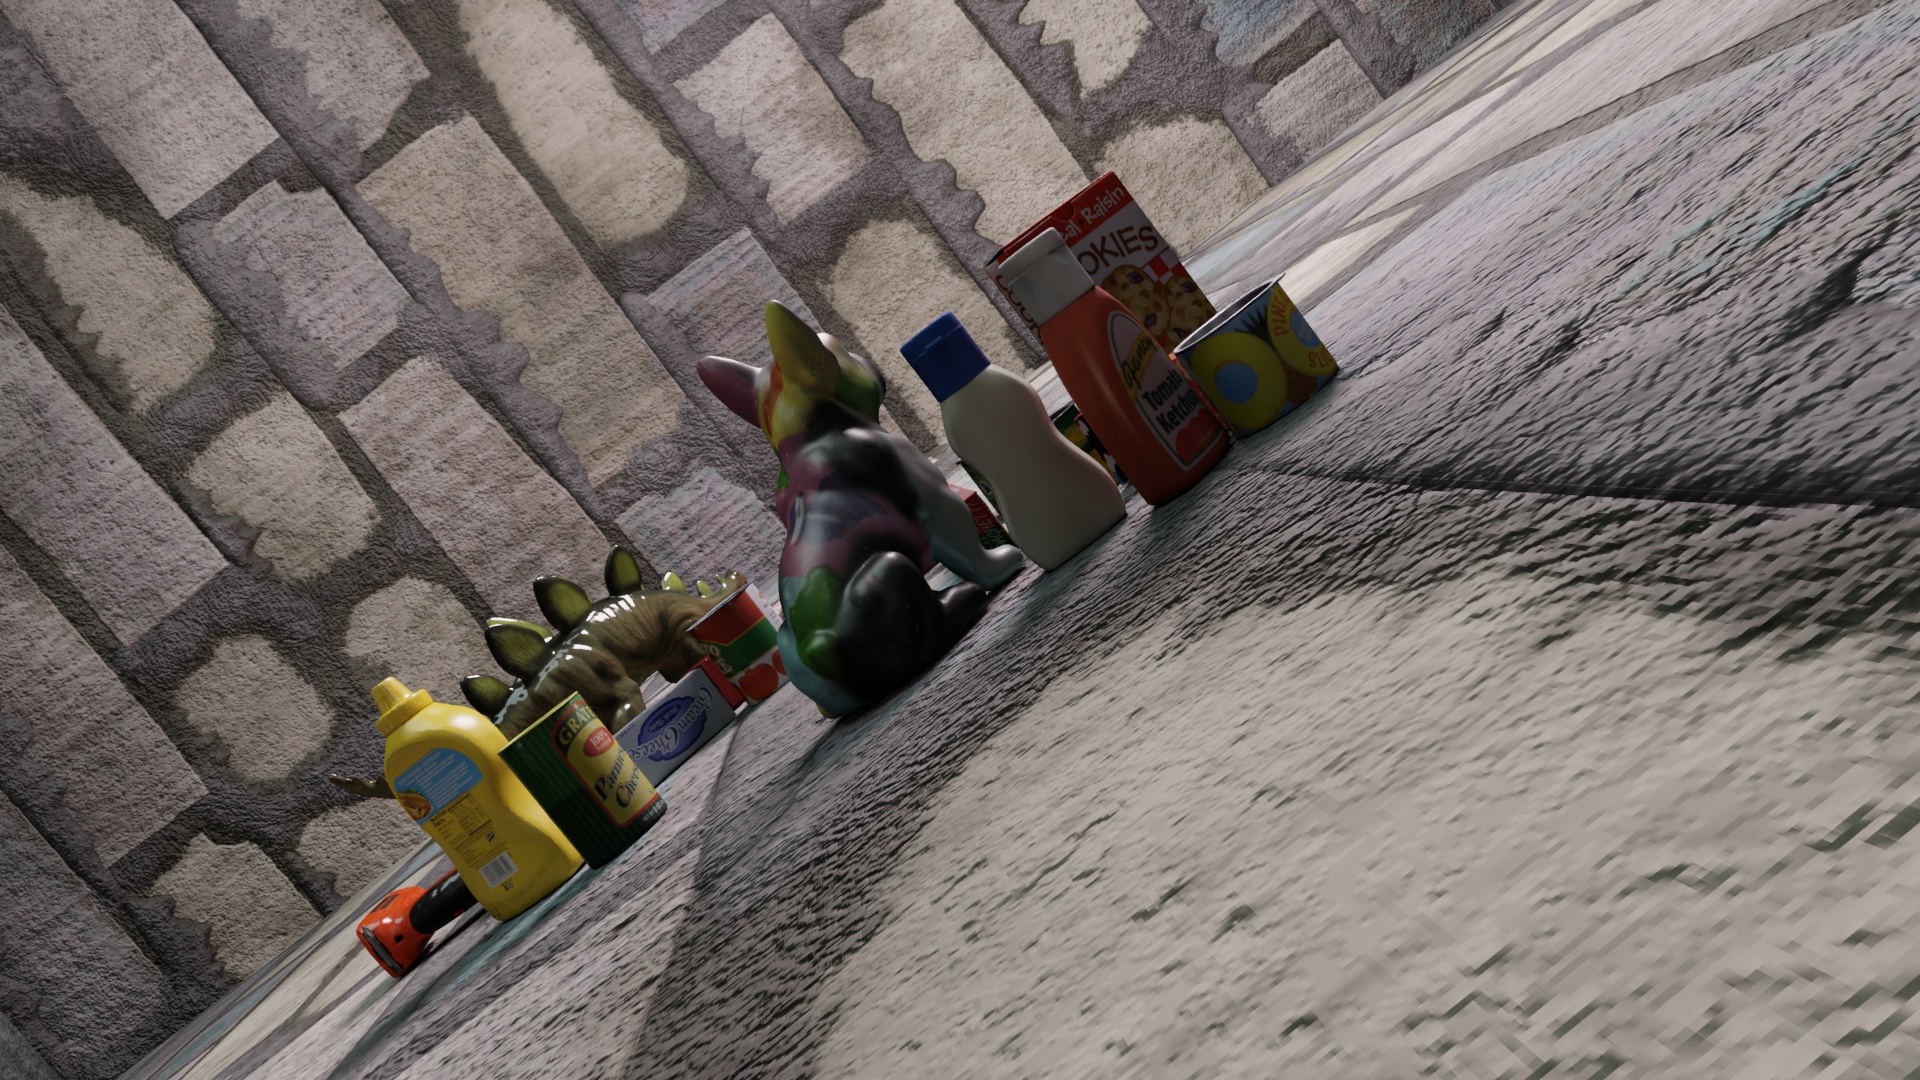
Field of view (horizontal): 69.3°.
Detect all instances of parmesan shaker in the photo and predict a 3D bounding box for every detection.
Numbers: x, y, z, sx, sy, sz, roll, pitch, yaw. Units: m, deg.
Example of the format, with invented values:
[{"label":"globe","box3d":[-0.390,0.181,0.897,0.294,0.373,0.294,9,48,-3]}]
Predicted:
[{"label":"parmesan shaker","box3d":[-0.257,0.163,0.954,0.071,0.103,0.071,-37,6,5]}]

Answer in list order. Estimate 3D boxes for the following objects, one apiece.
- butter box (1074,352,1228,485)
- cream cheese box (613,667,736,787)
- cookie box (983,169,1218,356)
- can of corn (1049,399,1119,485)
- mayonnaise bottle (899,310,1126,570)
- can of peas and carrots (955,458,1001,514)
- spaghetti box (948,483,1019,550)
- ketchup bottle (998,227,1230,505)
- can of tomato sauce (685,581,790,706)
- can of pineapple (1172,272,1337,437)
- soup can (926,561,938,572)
[{"label":"butter box","box3d":[0.118,-0.075,0.813,0.024,0.053,0.103,-42,8,-40]},{"label":"cream cheese box","box3d":[-0.238,0.156,1.136,0.104,0.053,0.024,-42,7,-34]},{"label":"cookie box","box3d":[0.115,-0.172,1.025,0.123,0.167,0.040,-41,6,-27]},{"label":"can of corn","box3d":[0.065,-0.048,0.895,0.071,0.058,0.071,-37,6,5]},{"label":"mayonnaise bottle","box3d":[0.025,-0.058,0.766,0.065,0.148,0.041,-37,6,5]},{"label":"can of peas and carrots","box3d":[0.039,-0.062,1.149,0.071,0.058,0.071,-37,6,5]},{"label":"spaghetti box","box3d":[0.004,-0.013,1.025,0.029,0.050,0.250,-38,6,-2]},{"label":"ketchup bottle","box3d":[0.077,-0.093,0.724,0.043,0.148,0.065,-32,8,47]},{"label":"can of tomato sauce","box3d":[-0.177,0.087,1.158,0.071,0.083,0.071,-37,6,5]},{"label":"can of pineapple","box3d":[0.156,-0.096,0.730,0.071,0.058,0.071,-37,6,5]},{"label":"soup can","box3d":[-0.058,-0.007,1.176,0.071,0.083,0.071,-37,6,5]}]
